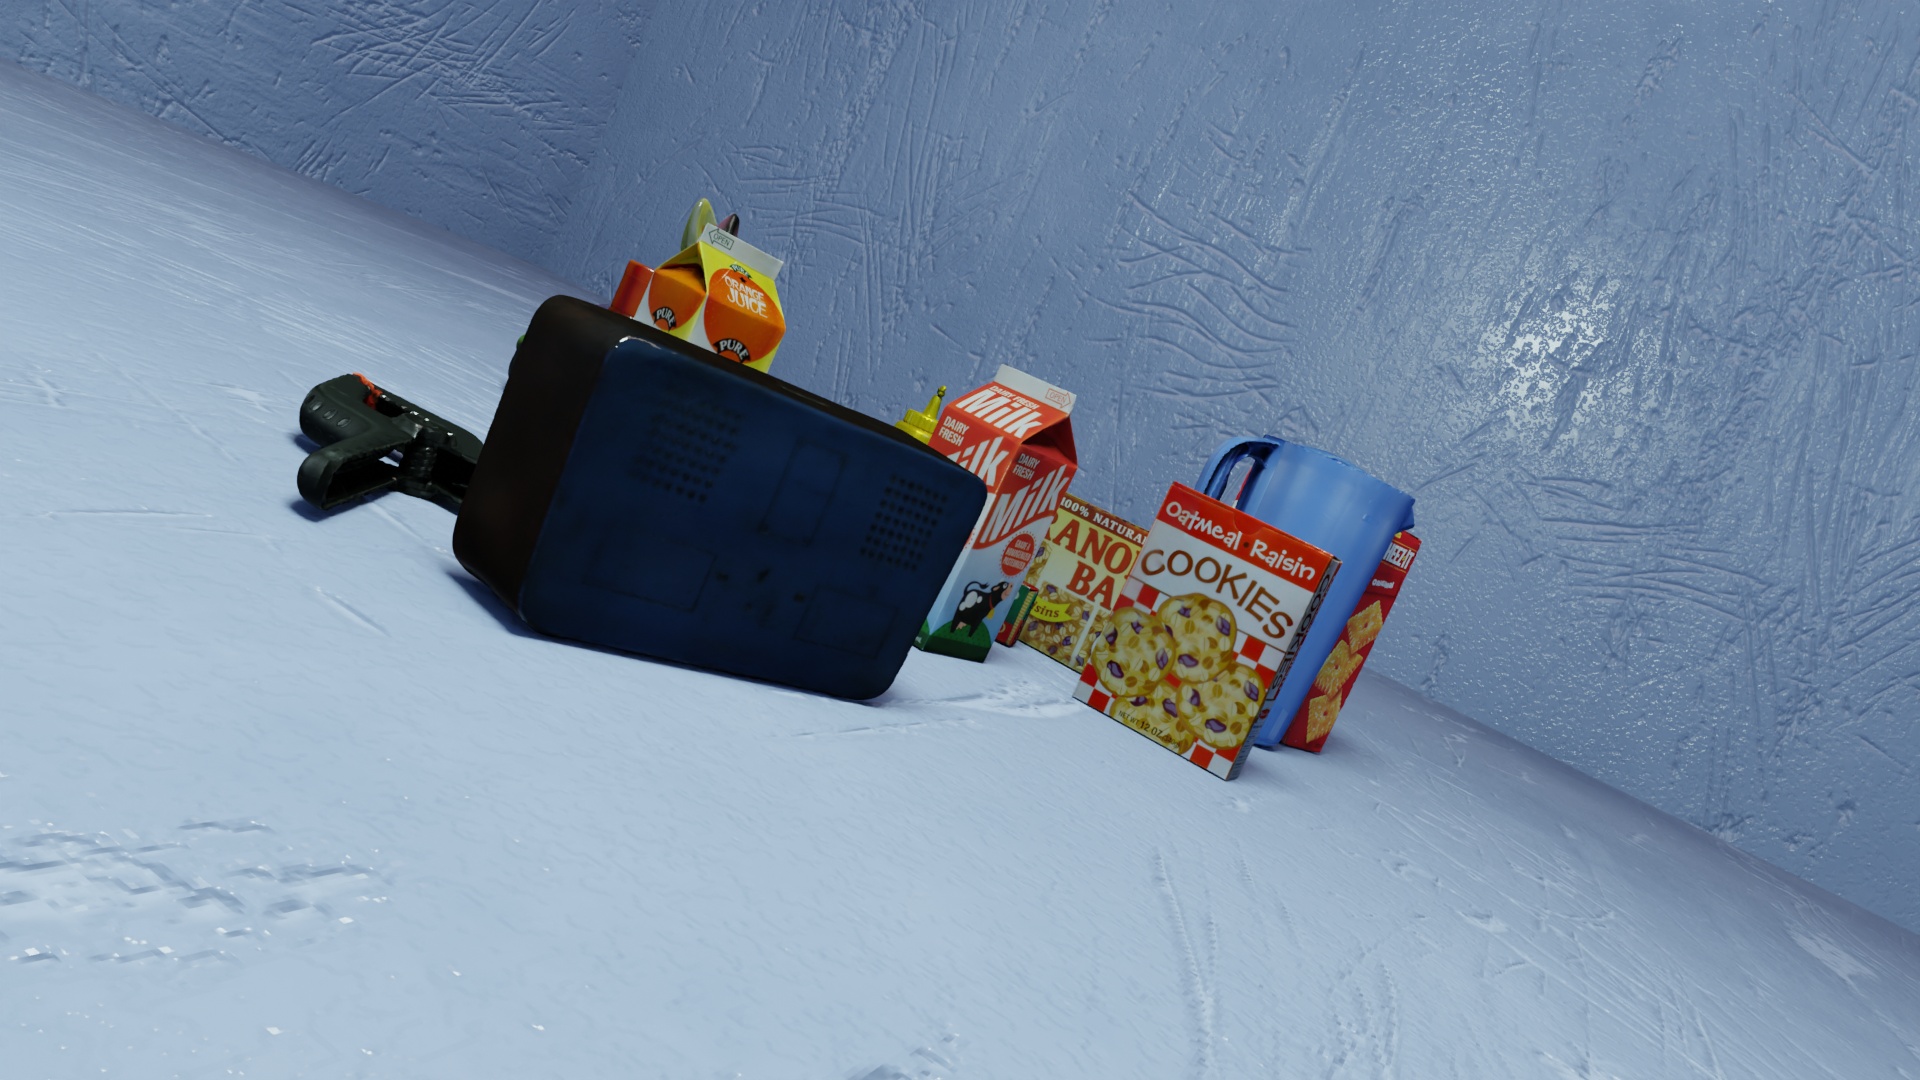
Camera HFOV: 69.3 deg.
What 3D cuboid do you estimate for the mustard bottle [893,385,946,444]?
[{"bbox_3d":[-0.047,-0.063,1.216,0.049,0.160,0.065,29,7,42],"label":"mustard bottle"}]

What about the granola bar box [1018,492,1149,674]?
[{"bbox_3d":[0.098,0.036,1.109,0.166,0.124,0.039,27,6,27],"label":"granola bar box"}]

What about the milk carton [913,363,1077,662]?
[{"bbox_3d":[0.012,-0.021,0.927,0.072,0.190,0.073,29,6,37],"label":"milk carton"}]

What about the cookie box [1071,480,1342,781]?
[{"bbox_3d":[0.168,0.061,0.954,0.123,0.167,0.040,27,5,24],"label":"cookie box"}]

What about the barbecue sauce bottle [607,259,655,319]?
[{"bbox_3d":[-0.256,-0.132,1.026,0.044,0.148,0.065,27,5,21],"label":"barbecue sauce bottle"}]

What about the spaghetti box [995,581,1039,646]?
[{"bbox_3d":[-0.057,0.007,1.094,0.250,0.050,0.029,26,5,15],"label":"spaghetti box"}]

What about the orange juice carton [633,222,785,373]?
[{"bbox_3d":[-0.185,-0.115,0.948,0.072,0.192,0.073,20,7,-46],"label":"orange juice carton"}]
